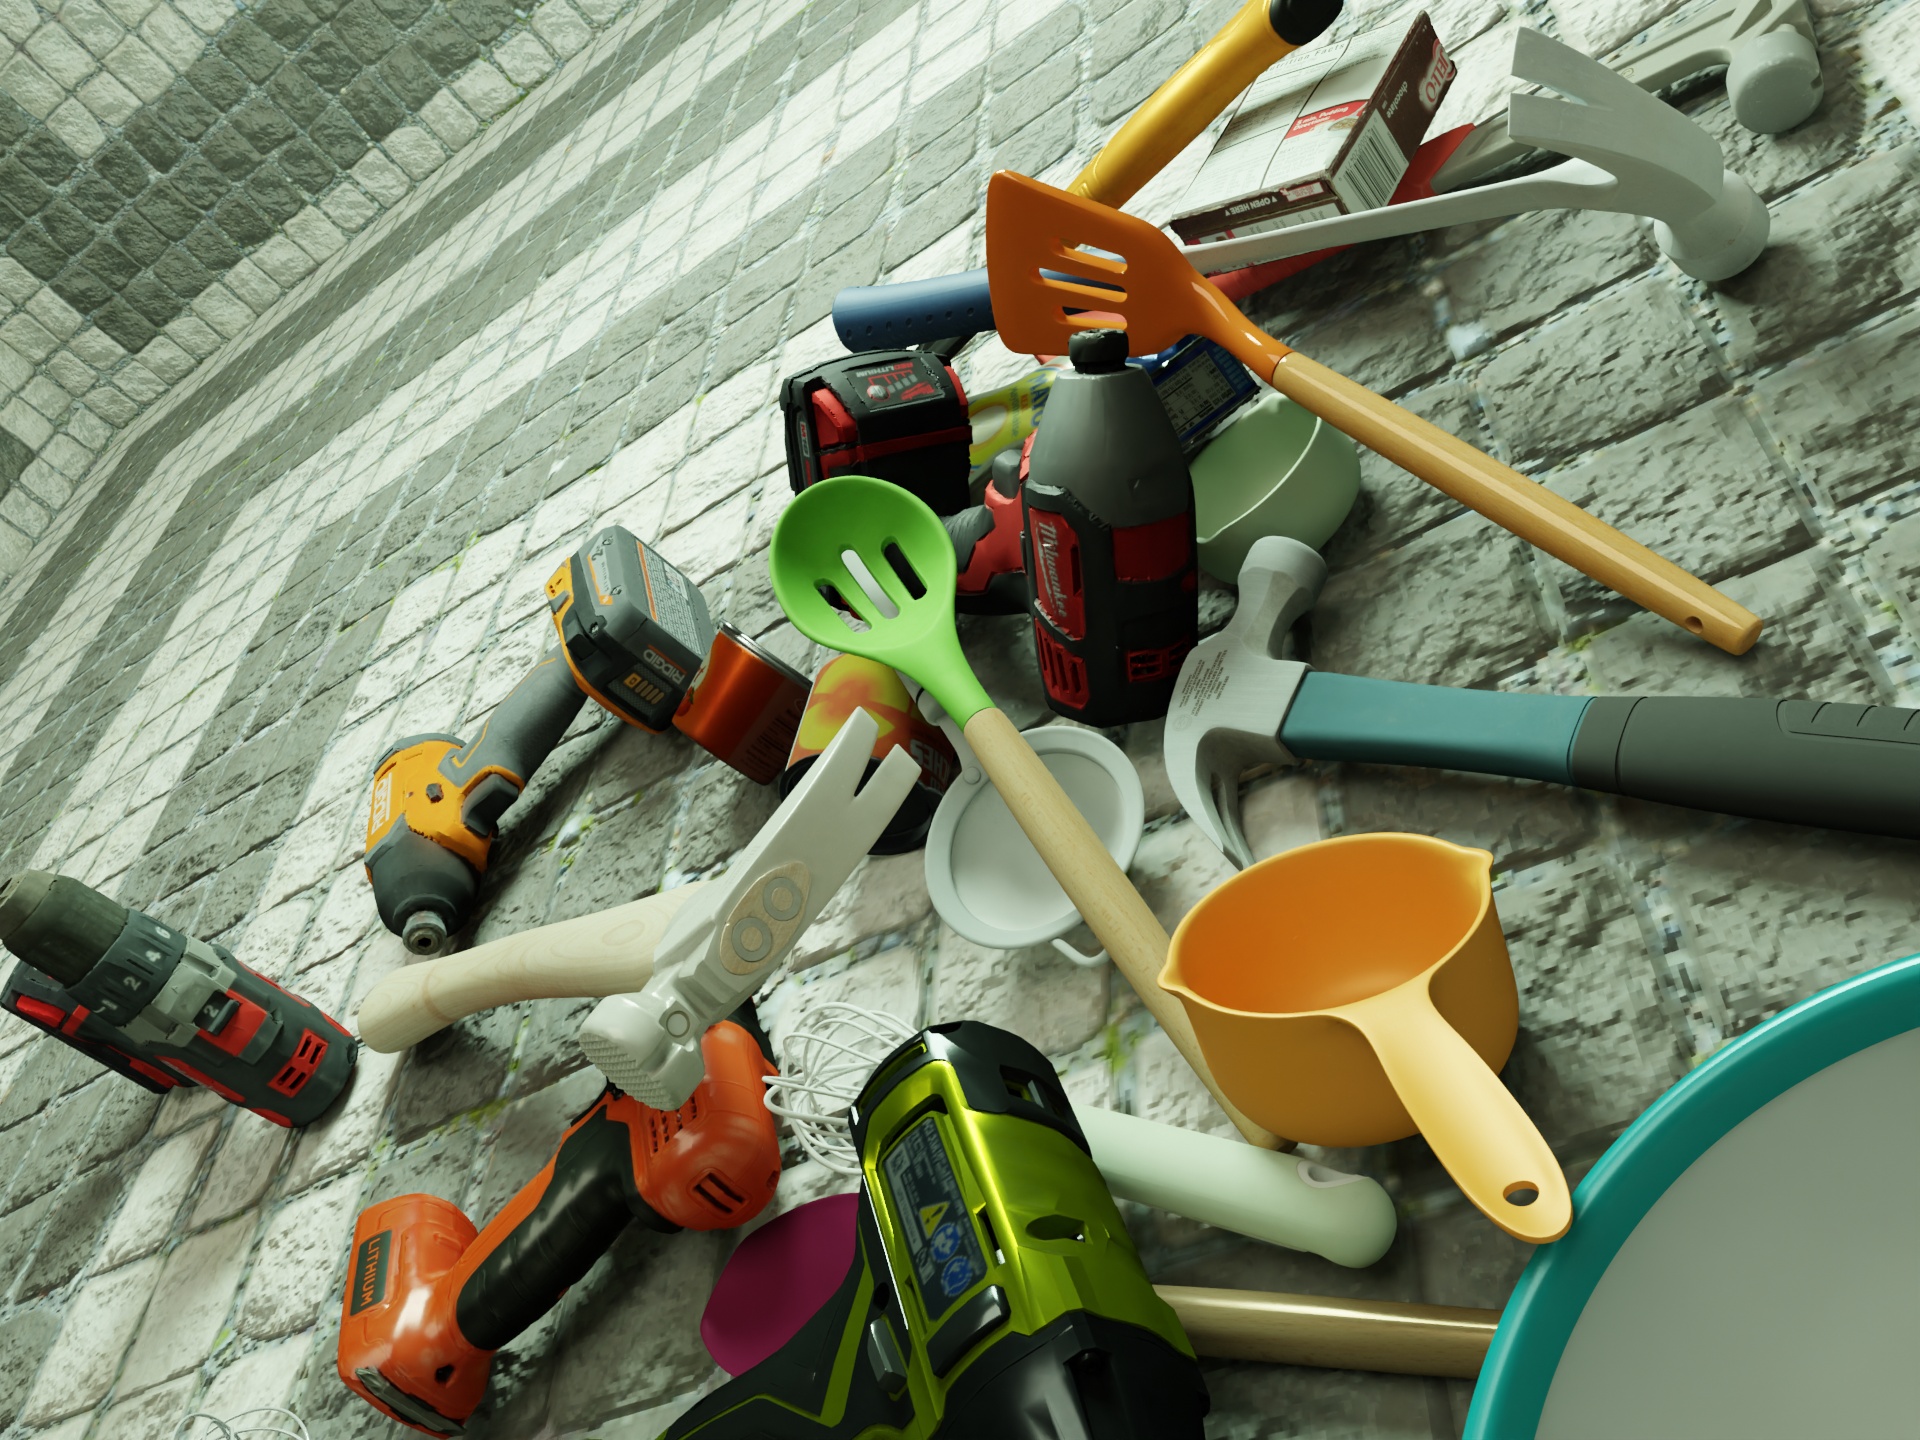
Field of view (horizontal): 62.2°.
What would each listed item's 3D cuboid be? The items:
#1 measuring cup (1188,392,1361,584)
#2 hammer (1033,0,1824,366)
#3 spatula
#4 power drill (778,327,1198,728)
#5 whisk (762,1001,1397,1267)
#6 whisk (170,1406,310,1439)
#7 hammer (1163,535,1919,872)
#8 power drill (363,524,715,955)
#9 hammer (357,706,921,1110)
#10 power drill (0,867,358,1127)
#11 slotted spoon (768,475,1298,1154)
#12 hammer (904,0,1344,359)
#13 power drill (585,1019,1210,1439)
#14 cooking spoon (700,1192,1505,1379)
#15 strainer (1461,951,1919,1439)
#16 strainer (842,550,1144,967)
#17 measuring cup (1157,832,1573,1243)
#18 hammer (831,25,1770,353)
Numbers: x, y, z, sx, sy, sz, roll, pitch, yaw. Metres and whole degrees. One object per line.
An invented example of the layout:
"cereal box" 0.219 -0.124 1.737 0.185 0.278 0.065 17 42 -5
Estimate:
"measuring cup" 0.093 -0.077 0.651 0.167 0.038 0.083 -21 35 52
"hammer" 0.186 -0.239 0.719 0.359 0.036 0.149 -19 41 33
"spatula" 0.124 -0.107 0.551 0.041 0.081 0.323 -31 51 -23
"power drill" 0.012 -0.091 0.646 0.078 0.143 0.220 -17 24 -28
"whisk" 0.022 0.129 0.490 0.246 0.057 0.059 1 89 46
"whisk" -0.244 0.352 0.528 0.070 0.070 0.285 -42 38 4
"hammer" 0.190 0.006 0.446 0.331 0.033 0.128 7 63 49
"power drill" -0.232 0.017 0.853 0.226 0.084 0.164 -42 33 11
"hammer" -0.166 0.093 0.656 0.410 0.038 0.146 -20 27 54
"power drill" -0.440 0.141 0.847 0.227 0.187 0.080 -5 49 49
"slotted spoon" 0.018 0.019 0.543 0.070 0.031 0.314 -31 53 -6
"hammer" 0.055 -0.248 0.785 0.337 0.034 0.127 -35 27 44
"power drill" -0.037 0.207 0.404 0.223 0.080 0.171 -47 32 13
"cooking spoon" 0.038 0.169 0.452 0.319 0.017 0.069 -13 36 39
"strainer" 0.146 0.180 0.270 0.340 0.095 0.211 -42 23 26
"strainer" -0.001 -0.002 0.605 0.087 0.050 0.259 -38 55 7
"measuring cup" 0.111 0.088 0.393 0.095 0.052 0.174 -22 21 1
"hammer" 0.092 -0.191 0.649 0.406 0.144 0.035 3 84 44
